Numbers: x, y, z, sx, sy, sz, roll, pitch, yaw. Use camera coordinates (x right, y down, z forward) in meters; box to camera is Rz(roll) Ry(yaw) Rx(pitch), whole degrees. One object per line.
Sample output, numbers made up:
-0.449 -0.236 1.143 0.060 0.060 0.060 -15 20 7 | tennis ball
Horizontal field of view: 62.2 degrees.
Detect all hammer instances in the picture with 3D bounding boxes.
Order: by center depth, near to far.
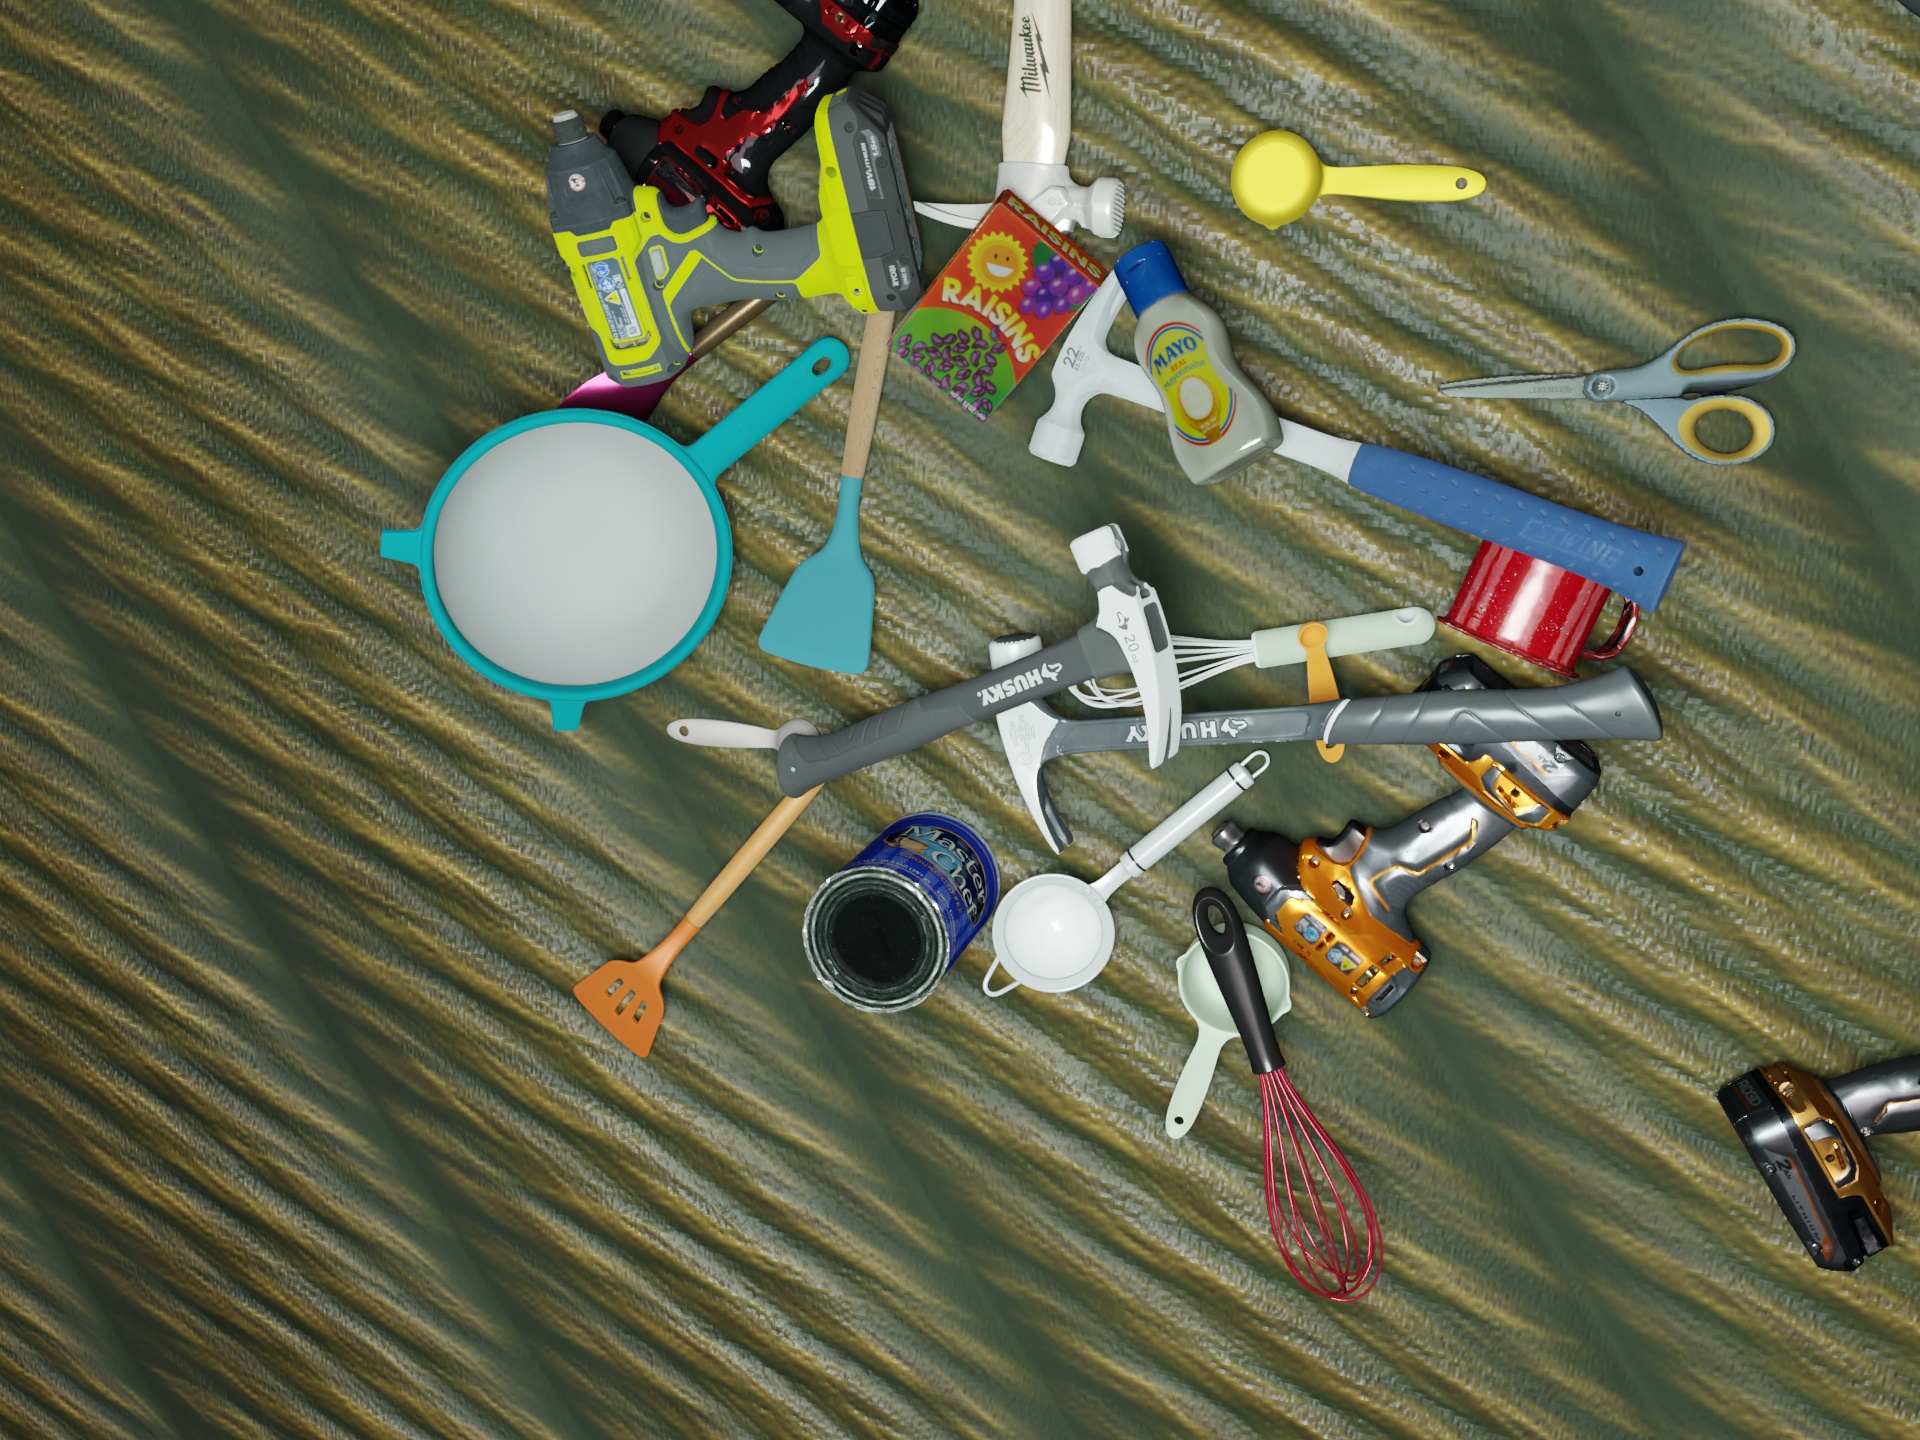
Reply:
0.234 -0.167 0.974 0.406 0.035 0.144 26 106 25 | hammer
0.215 0.007 0.993 0.409 0.036 0.149 -3 102 25 | hammer
0.045 -0.520 1.003 0.146 0.038 0.410 7 103 16 | hammer
-0.002 -0.003 1.055 0.335 0.035 0.146 -22 93 38 | hammer

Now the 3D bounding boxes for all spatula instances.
-0.072 -0.193 1.099 0.082 0.044 0.317 14 106 12 | spatula
-0.186 0.133 1.216 0.081 0.041 0.322 42 105 4 | spatula

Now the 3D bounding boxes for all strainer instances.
0.116 0.106 1.115 0.258 0.050 0.087 -41 95 14 | strainer
-0.225 -0.166 1.127 0.340 0.095 0.210 -39 121 -1 | strainer

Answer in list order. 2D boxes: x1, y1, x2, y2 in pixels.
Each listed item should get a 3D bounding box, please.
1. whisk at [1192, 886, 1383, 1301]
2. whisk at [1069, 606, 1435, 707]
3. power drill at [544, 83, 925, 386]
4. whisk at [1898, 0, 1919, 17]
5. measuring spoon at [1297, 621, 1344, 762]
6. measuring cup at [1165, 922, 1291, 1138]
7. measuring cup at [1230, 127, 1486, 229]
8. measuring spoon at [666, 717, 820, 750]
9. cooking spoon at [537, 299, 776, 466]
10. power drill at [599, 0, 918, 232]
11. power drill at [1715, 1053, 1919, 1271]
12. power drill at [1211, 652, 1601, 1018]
0.214 0.253 1.072 0.073 0.073 0.296 -19 90 19 | whisk
0.190 -0.045 1.063 0.246 0.058 0.059 -9 134 14 | whisk
-0.145 -0.318 1.014 0.223 0.080 0.171 -10 123 8 | power drill
0.457 -0.445 0.894 0.284 0.070 0.070 25 107 4 | whisk
0.237 -0.019 1.047 0.021 0.011 0.116 -18 126 2 | measuring spoon
0.179 0.218 1.123 0.083 0.038 0.167 21 108 10 | measuring cup
0.245 -0.336 0.987 0.156 0.029 0.062 7 104 16 | measuring cup
-0.164 0.013 1.185 0.124 0.018 0.034 5 103 15 | measuring spoon
-0.168 -0.273 1.109 0.319 0.068 0.017 -34 61 14 | cooking spoon
-0.142 -0.422 1.057 0.143 0.078 0.219 41 112 4 | power drill
0.620 0.259 0.988 0.226 0.084 0.185 -30 94 15 | power drill
0.282 0.067 1.040 0.164 0.084 0.226 40 112 6 | power drill
